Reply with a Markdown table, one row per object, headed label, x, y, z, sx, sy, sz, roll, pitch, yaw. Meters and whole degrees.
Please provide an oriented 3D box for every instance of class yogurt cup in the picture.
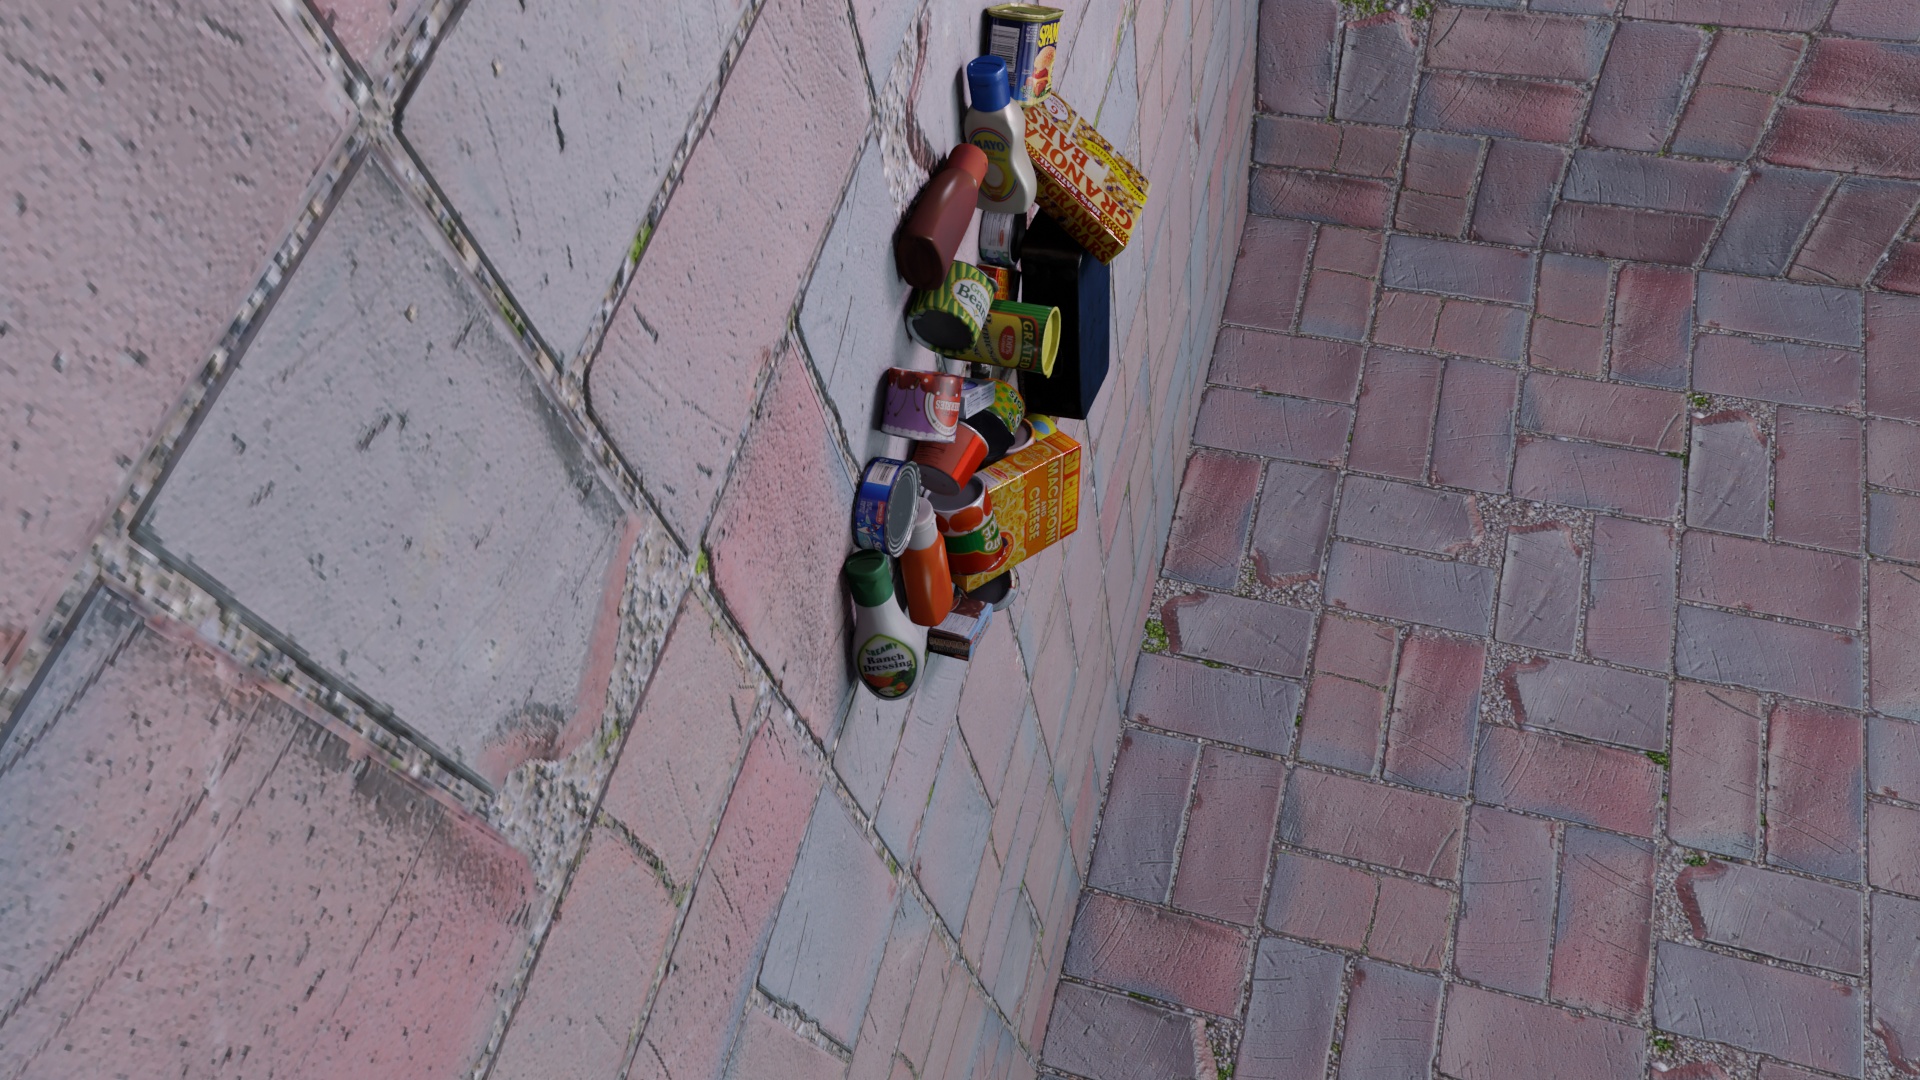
| label | x | y | z | sx | sy | sz | roll | pitch | yaw |
| --- | --- | --- | --- | --- | --- | --- | --- | --- | --- |
| yogurt cup | -0.014 | -0.078 | 1.320 | 0.072 | 0.072 | 0.054 | 74 | 38 | -61 |

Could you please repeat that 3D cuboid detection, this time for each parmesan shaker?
| label | x | y | z | sx | sy | sz | roll | pitch | yaw |
| --- | --- | --- | --- | --- | --- | --- | --- | --- | --- |
| parmesan shaker | 0.039 | -0.199 | 1.353 | 0.071 | 0.103 | 0.071 | 9 | 91 | -75 |

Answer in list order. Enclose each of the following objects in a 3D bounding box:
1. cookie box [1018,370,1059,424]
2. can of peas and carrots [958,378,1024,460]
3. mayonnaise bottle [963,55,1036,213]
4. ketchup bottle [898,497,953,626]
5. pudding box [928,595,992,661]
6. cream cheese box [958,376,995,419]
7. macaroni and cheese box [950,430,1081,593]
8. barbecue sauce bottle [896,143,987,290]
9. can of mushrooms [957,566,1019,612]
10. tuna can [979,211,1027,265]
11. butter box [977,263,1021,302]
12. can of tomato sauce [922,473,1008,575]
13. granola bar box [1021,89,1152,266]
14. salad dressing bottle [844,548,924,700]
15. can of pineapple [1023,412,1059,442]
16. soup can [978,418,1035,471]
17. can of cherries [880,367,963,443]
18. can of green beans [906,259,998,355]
| label | x | y | z | sx | sy | sz | roll | pitch | yaw |
| --- | --- | --- | --- | --- | --- | --- | --- | --- | --- |
| cookie box | 0.107 | -0.225 | 1.720 | 0.166 | 0.040 | 0.123 | 81 | 24 | -55 |
| can of peas and carrots | 0.030 | -0.125 | 1.435 | 0.059 | 0.071 | 0.070 | -64 | 159 | -46 |
| mayonnaise bottle | 0.033 | -0.375 | 1.291 | 0.147 | 0.065 | 0.041 | 78 | 31 | -48 |
| ketchup bottle | -0.036 | 0.018 | 1.341 | 0.148 | 0.043 | 0.065 | 82 | 18 | -51 |
| pudding box | 0.001 | 0.095 | 1.524 | 0.084 | 0.050 | 0.030 | -55 | 154 | -58 |
| cream cheese box | -0.005 | -0.137 | 1.328 | 0.104 | 0.053 | 0.024 | -41 | 138 | -68 |
| macaroni and cheese box | 0.057 | -0.033 | 1.512 | 0.167 | 0.040 | 0.123 | -29 | 136 | -30 |
| barbecue sauce bottle | -0.013 | -0.288 | 1.212 | 0.064 | 0.044 | 0.149 | 83 | 22 | -51 |
| can of mushrooms | 0.030 | 0.046 | 1.575 | 0.033 | 0.071 | 0.071 | 21 | 80 | -74 |
| tuna can | 0.045 | -0.317 | 1.429 | 0.071 | 0.033 | 0.071 | 9 | 91 | -75 |
| butter box | 0.038 | -0.261 | 1.462 | 0.104 | 0.024 | 0.053 | -28 | 127 | -72 |
| can of tomato sauce | 0.005 | -0.017 | 1.391 | 0.071 | 0.071 | 0.082 | -65 | 149 | -43 |
| granola bar box | 0.115 | -0.378 | 1.421 | 0.039 | 0.165 | 0.125 | -35 | -158 | 44 |
| salad dressing bottle | -0.071 | 0.075 | 1.228 | 0.044 | 0.064 | 0.147 | -91 | 172 | -53 |
| can of pineapple | 0.083 | -0.110 | 1.650 | 0.058 | 0.071 | 0.070 | -60 | 156 | -52 |
| soup can | 0.051 | -0.091 | 1.556 | 0.083 | 0.071 | 0.072 | 85 | 21 | -45 |
| can of cherries | -0.031 | -0.118 | 1.208 | 0.071 | 0.071 | 0.058 | -20 | 119 | -73 |
| can of green beans | -0.009 | -0.207 | 1.238 | 0.071 | 0.071 | 0.058 | 78 | 27 | -57 |
